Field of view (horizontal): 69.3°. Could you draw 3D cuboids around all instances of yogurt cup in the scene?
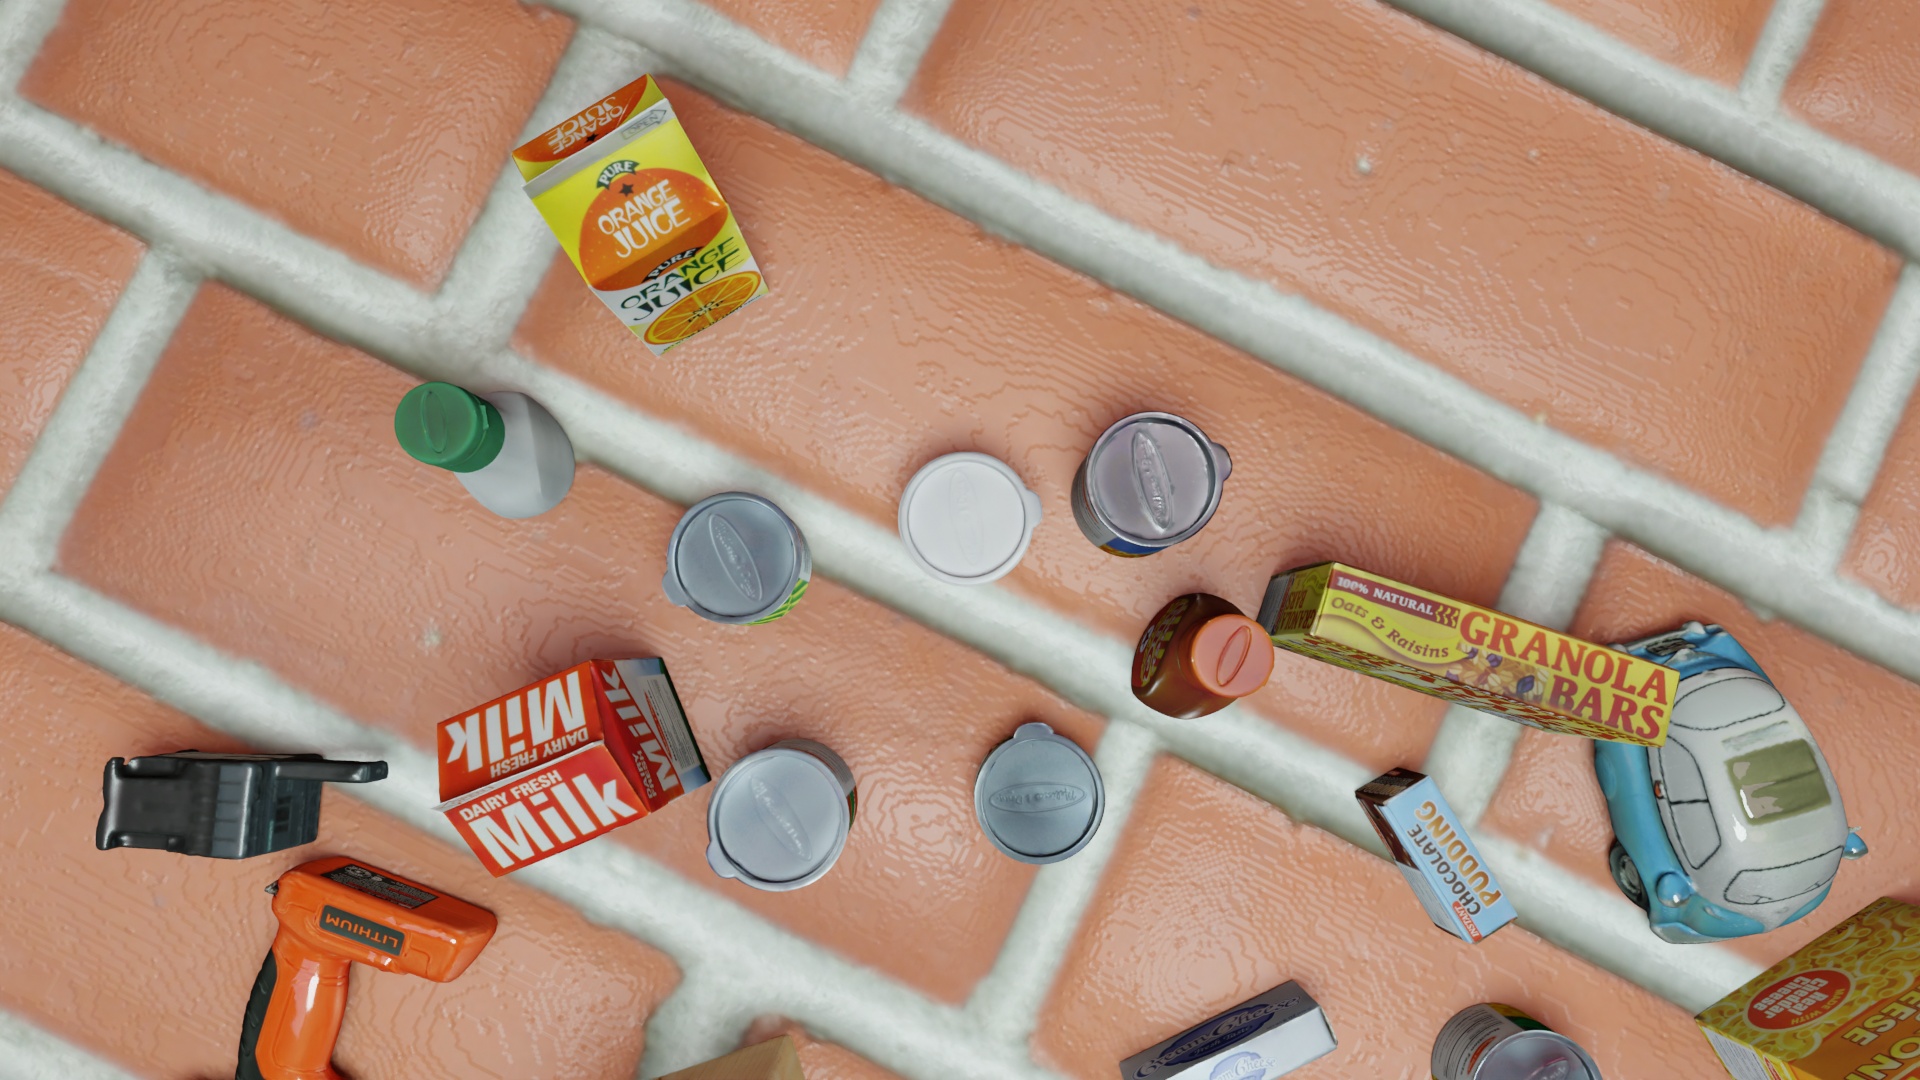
[{"bbox_3d":[0.003,-0.009,0.717,0.072,0.054,0.072,0,85,-1],"label":"yogurt cup"}]

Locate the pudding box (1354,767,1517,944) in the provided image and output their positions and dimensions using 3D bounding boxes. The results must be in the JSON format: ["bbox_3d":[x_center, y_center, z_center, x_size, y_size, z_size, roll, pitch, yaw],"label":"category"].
[{"bbox_3d":[0.241,0.159,0.707,0.030,0.049,0.084,-32,86,-3],"label":"pudding box"}]

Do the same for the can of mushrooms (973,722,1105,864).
[{"bbox_3d":[0.040,0.129,0.715,0.071,0.033,0.071,0,85,-1],"label":"can of mushrooms"}]

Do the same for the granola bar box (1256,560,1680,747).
[{"bbox_3d":[0.239,0.054,0.680,0.166,0.124,0.039,18,85,1],"label":"granola bar box"}]

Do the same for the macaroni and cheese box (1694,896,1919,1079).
[{"bbox_3d":[0.446,0.227,0.646,0.124,0.166,0.040,-31,86,-3],"label":"macaroni and cheese box"}]

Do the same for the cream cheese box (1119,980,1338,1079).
[{"bbox_3d":[0.132,0.258,0.694,0.104,0.053,0.024,-24,86,-3],"label":"cream cheese box"}]

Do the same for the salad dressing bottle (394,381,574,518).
[{"bbox_3d":[-0.226,-0.046,0.669,0.044,0.147,0.064,-11,86,-2],"label":"salad dressing bottle"}]

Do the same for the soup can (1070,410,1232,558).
[{"bbox_3d":[0.095,-0.027,0.705,0.071,0.083,0.071,0,85,-1],"label":"soup can"}]

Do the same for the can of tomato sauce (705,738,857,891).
[{"bbox_3d":[-0.087,0.135,0.687,0.071,0.083,0.071,0,85,-1],"label":"can of tomato sauce"}]

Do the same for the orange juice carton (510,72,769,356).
[{"bbox_3d":[-0.150,-0.154,0.658,0.072,0.192,0.073,-31,86,-3],"label":"orange juice carton"}]

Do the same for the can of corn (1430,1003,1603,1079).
[{"bbox_3d":[0.278,0.273,0.693,0.071,0.058,0.071,0,85,-1],"label":"can of corn"}]

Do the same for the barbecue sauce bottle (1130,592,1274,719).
[{"bbox_3d":[0.116,0.055,0.665,0.044,0.148,0.065,26,85,1],"label":"barbecue sauce bottle"}]

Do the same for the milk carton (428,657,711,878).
[{"bbox_3d":[-0.175,0.100,0.635,0.072,0.190,0.073,-23,86,-3],"label":"milk carton"}]

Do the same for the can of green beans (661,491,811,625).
[{"bbox_3d":[-0.112,0.011,0.711,0.071,0.058,0.071,0,85,-1],"label":"can of green beans"}]
